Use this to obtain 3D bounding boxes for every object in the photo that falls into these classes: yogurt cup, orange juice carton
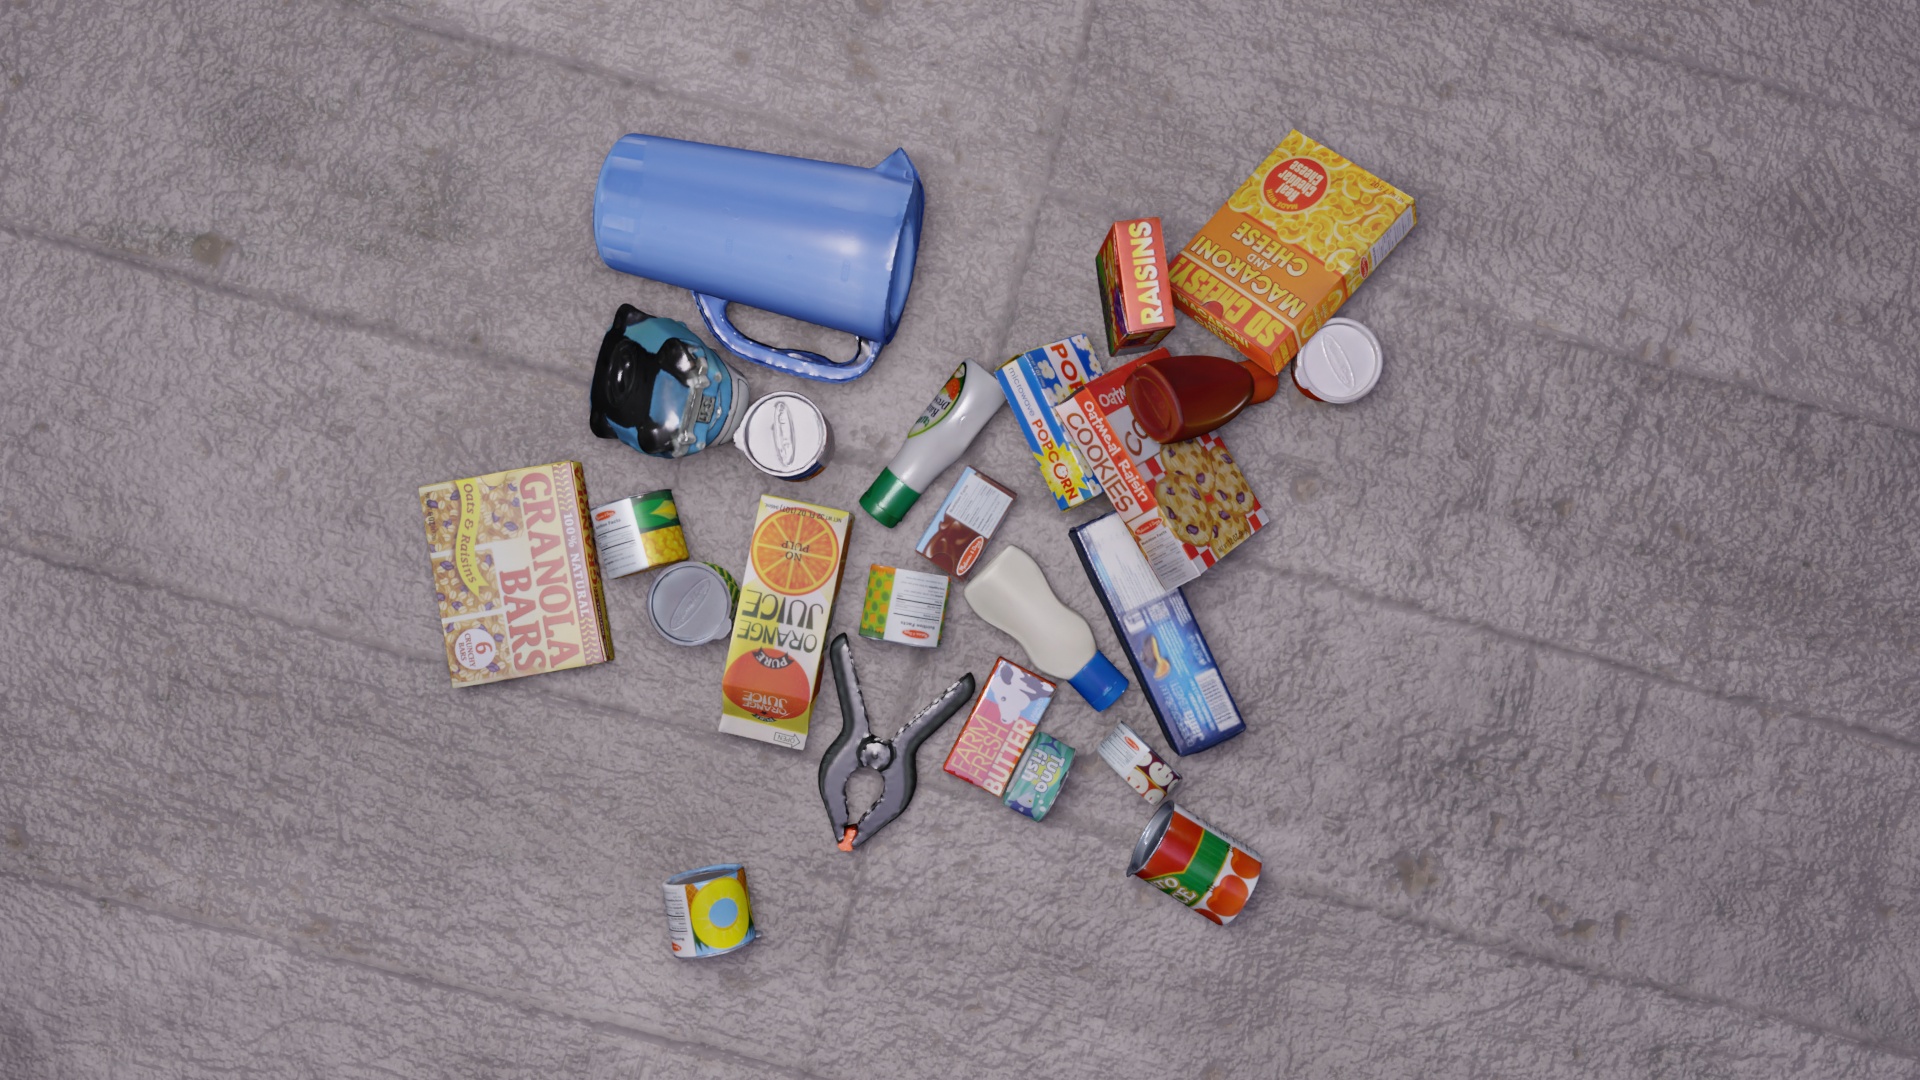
[{"bbox_3d":[0.299,-0.142,1.120,0.072,0.054,0.072,0,89,-1],"label":"yogurt cup"},{"bbox_3d":[-0.139,0.065,1.100,0.072,0.073,0.192,12,89,0],"label":"orange juice carton"}]

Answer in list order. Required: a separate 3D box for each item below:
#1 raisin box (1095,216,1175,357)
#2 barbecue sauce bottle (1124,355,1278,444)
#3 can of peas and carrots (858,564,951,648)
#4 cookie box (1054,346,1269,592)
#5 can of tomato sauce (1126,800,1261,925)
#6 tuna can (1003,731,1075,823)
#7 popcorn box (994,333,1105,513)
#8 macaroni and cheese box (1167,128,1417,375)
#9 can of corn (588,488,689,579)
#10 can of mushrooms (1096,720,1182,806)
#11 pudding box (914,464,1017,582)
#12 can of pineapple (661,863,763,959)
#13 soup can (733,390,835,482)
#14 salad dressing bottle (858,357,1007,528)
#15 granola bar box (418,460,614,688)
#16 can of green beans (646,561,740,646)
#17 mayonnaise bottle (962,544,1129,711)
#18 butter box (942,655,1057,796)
[{"bbox_3d":[0.135,-0.196,1.085,0.040,0.123,0.086,-7,89,-1],"label":"raisin box"},{"bbox_3d":[0.193,-0.116,1.082,0.149,0.043,0.065,-16,72,-44],"label":"barbecue sauce bottle"},{"bbox_3d":[-0.045,0.052,1.107,0.071,0.071,0.058,10,88,0],"label":"can of peas and carrots"},{"bbox_3d":[0.161,-0.060,1.087,0.040,0.123,0.167,-32,89,43],"label":"cookie box"},{"bbox_3d":[0.185,0.258,1.102,0.083,0.071,0.071,31,89,-1],"label":"can of tomato sauce"},{"bbox_3d":[0.063,0.187,1.100,0.033,0.071,0.071,28,89,1],"label":"tuna can"},{"bbox_3d":[0.089,-0.095,1.102,0.038,0.085,0.126,-26,89,43],"label":"popcorn box"},{"bbox_3d":[0.257,-0.231,1.104,0.166,0.040,0.124,-47,61,-2],"label":"macaroni and cheese box"},{"bbox_3d":[-0.253,-0.005,1.106,0.071,0.071,0.058,-16,90,-1],"label":"can of corn"},{"bbox_3d":[0.143,0.179,1.105,0.071,0.071,0.033,43,89,0],"label":"can of mushrooms"},{"bbox_3d":[0.004,-0.014,1.125,0.049,0.030,0.083,32,89,-1],"label":"pudding box"},{"bbox_3d":[-0.197,0.292,1.098,0.071,0.071,0.058,-10,89,-1],"label":"can of pineapple"},{"bbox_3d":[-0.138,-0.081,1.098,0.071,0.084,0.071,0,89,0],"label":"soup can"},{"bbox_3d":[-0.023,-0.076,1.114,0.044,0.064,0.147,37,97,-22],"label":"salad dressing bottle"},{"bbox_3d":[-0.355,0.027,1.115,0.124,0.039,0.165,-10,89,-1],"label":"granola bar box"},{"bbox_3d":[-0.211,0.050,1.107,0.071,0.058,0.071,0,89,-1],"label":"can of green beans"},{"bbox_3d":[0.072,0.074,1.119,0.065,0.041,0.148,-44,91,0],"label":"mayonnaise bottle"},{"bbox_3d":[0.031,0.151,1.124,0.053,0.024,0.103,28,88,-1],"label":"butter box"}]
